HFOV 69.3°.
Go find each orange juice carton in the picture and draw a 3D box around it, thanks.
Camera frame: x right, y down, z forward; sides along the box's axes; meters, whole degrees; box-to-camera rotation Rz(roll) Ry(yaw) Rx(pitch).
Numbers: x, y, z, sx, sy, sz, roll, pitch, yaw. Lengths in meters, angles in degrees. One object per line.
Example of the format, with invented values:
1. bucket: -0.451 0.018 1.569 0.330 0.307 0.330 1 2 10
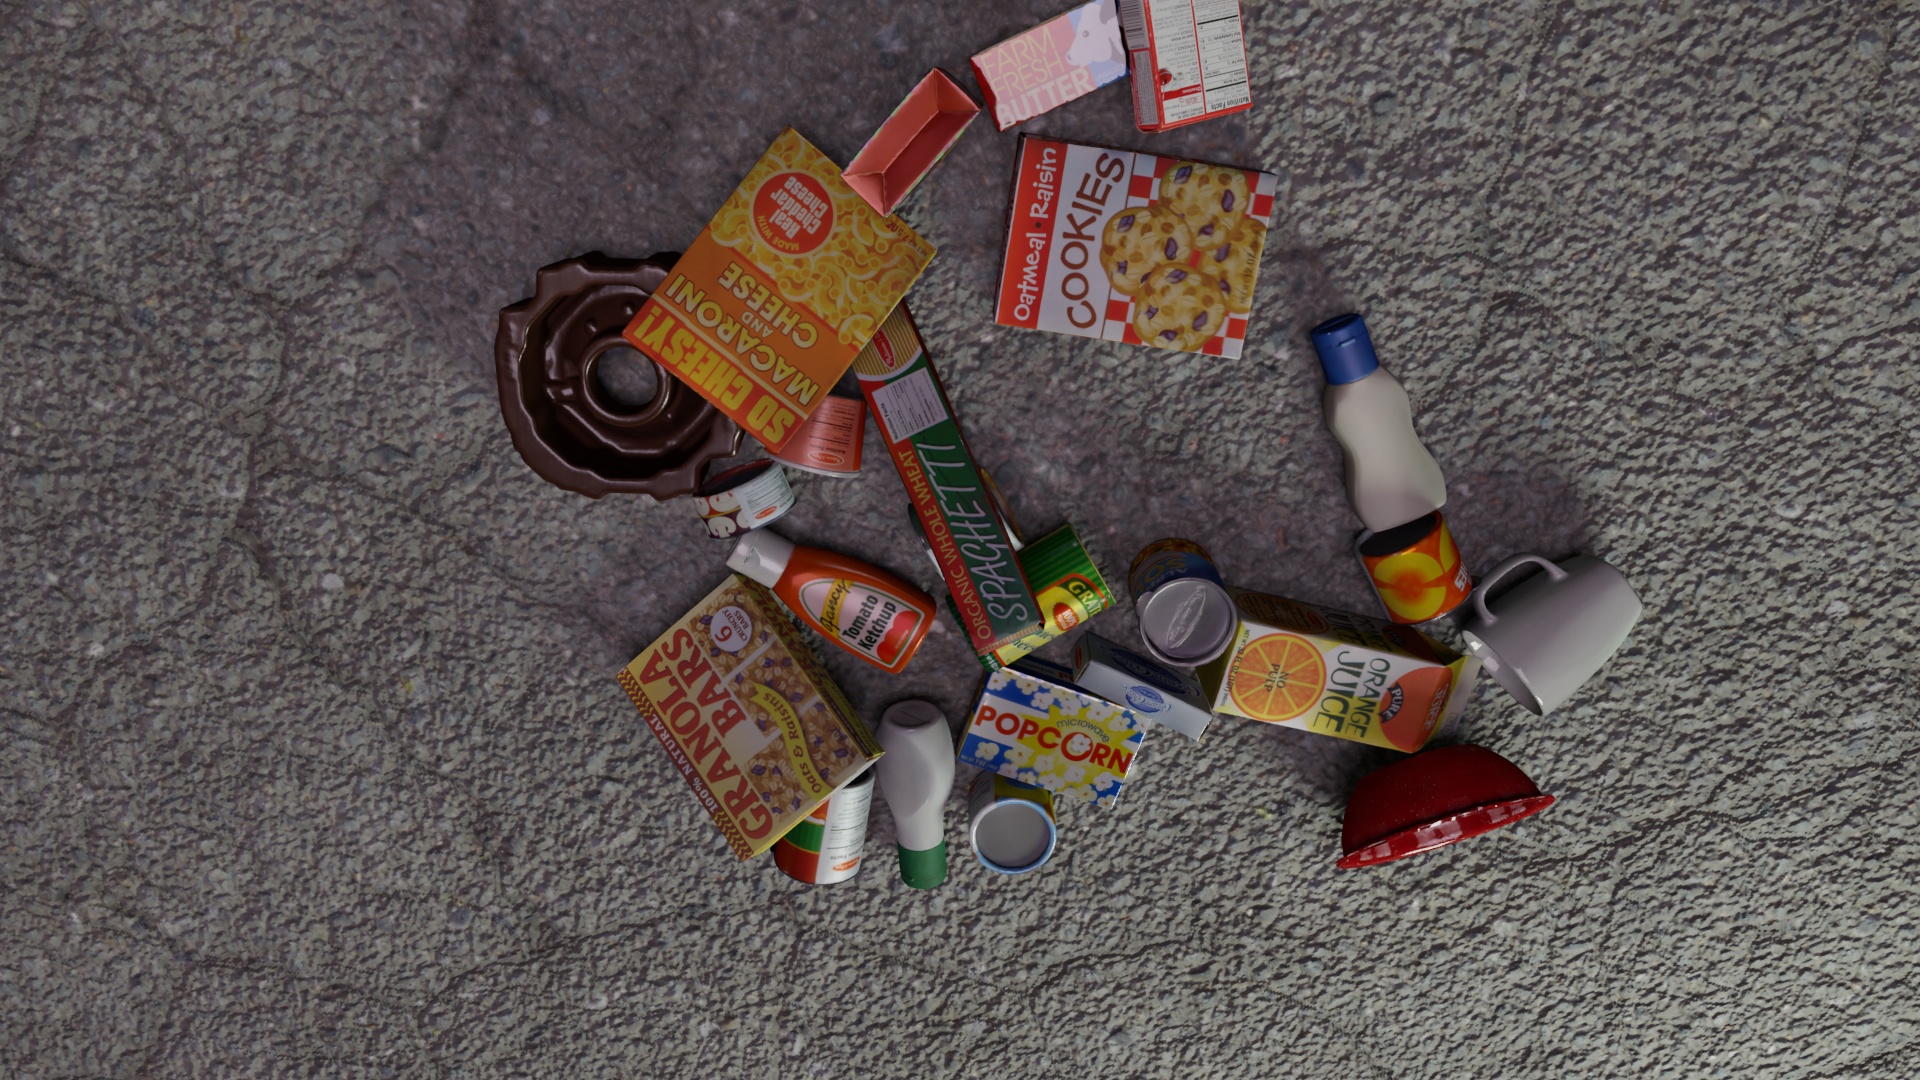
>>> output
1. orange juice carton: 0.275 0.095 1.000 0.193 0.073 0.071 13 109 -5

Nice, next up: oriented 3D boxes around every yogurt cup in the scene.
1. yogurt cup: -0.096 -0.077 0.948 0.072 0.072 0.053 14 101 -4

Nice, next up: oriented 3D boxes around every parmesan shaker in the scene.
1. parmesan shaker: 0.050 0.042 0.981 0.103 0.071 0.071 -31 106 3

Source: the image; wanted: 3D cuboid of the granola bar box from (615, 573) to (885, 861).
1. granola bar box: -0.151 0.125 0.995 0.124 0.039 0.166 -40 78 13

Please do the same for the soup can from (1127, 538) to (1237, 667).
1. soup can: 0.152 0.041 0.976 0.071 0.084 0.071 0 109 0

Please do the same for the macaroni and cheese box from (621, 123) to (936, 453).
1. macaroni and cheese box: -0.115 -0.157 0.884 0.123 0.040 0.166 38 84 -14

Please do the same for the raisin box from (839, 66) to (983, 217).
1. raisin box: -0.027 -0.247 0.856 0.040 0.124 0.086 40 105 -11

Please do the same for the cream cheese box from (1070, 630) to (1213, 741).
1. cream cheese box: 0.132 0.105 1.014 0.104 0.053 0.024 25 110 -8

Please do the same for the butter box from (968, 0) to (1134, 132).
1. butter box: 0.061 -0.306 0.888 0.103 0.024 0.053 -23 107 8

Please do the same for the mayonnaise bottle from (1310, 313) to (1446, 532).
1. mayonnaise bottle: 0.283 -0.082 0.957 0.065 0.041 0.147 -23 106 6

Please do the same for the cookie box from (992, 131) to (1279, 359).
1. cookie box: 0.112 -0.194 0.919 0.167 0.040 0.122 8 109 -4

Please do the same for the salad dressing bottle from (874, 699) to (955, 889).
1. salad dressing bottle: -0.032 0.193 1.046 0.064 0.044 0.147 17 121 36

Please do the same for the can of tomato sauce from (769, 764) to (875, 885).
1. can of tomato sauce: -0.104 0.205 1.043 0.071 0.071 0.082 9 108 -3

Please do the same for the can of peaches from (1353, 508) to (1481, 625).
1. can of peaches: 0.320 0.017 0.976 0.071 0.071 0.058 -28 106 10

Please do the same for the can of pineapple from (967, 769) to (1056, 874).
1. can of pineapple: 0.040 0.210 1.048 0.071 0.058 0.070 0 109 0

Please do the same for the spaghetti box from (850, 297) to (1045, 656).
1. spaghetti box: -0.014 -0.046 0.924 0.050 0.028 0.250 -25 83 9

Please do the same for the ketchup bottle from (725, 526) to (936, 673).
1. ketchup bottle: -0.094 0.036 0.993 0.149 0.044 0.064 29 105 -12

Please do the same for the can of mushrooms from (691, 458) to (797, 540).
1. can of mushrooms: -0.152 -0.029 0.963 0.071 0.071 0.033 -20 108 7

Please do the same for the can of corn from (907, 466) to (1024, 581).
1. can of corn: 0.003 -0.012 0.969 0.058 0.071 0.071 -29 107 9

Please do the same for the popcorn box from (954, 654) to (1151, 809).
1. popcorn box: 0.069 0.139 1.034 0.127 0.038 0.085 19 107 -6
